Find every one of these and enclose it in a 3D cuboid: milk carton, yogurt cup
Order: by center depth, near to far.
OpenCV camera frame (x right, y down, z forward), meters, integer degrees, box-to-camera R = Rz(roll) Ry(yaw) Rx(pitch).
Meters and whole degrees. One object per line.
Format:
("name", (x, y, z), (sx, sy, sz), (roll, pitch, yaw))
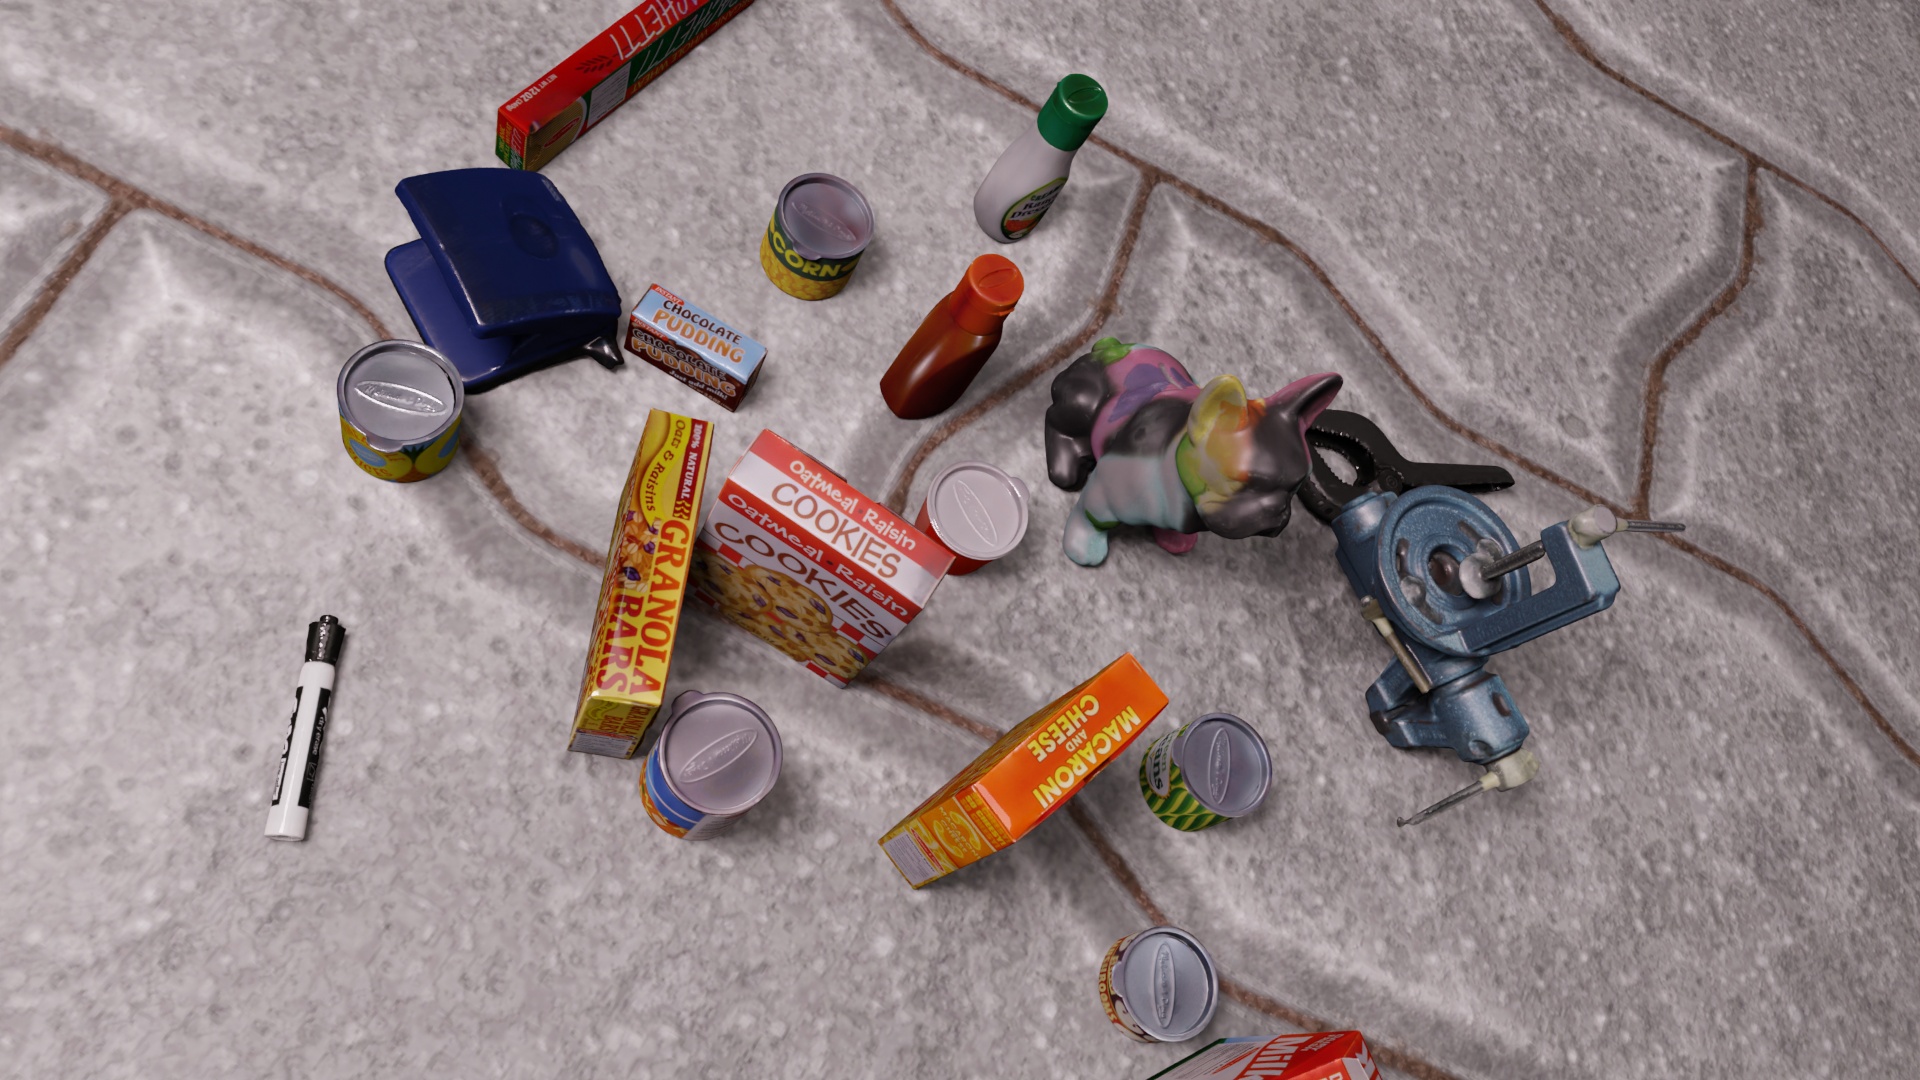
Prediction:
("milk carton", (0.175, 0.316, 0.752), (0.074, 0.189, 0.072), (-17, 76, -26))
("yogurt cup", (0.003, -0.011, 0.900), (0.072, 0.053, 0.072), (8, 66, -18))

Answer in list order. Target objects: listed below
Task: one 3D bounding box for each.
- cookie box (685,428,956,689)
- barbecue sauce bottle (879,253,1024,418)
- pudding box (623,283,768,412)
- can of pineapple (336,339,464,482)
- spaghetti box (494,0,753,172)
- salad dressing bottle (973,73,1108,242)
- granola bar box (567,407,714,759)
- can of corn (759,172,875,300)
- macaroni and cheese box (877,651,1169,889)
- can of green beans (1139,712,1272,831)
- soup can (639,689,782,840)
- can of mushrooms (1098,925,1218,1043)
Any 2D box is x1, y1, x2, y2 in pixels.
("cookie box", (-0.087, 0.016, 0.789), (0.123, 0.166, 0.040), (34, 61, -5))
("barbecue sauce bottle", (-0.002, -0.130, 0.893), (0.065, 0.148, 0.044), (-25, 80, -28))
("pudding box", (-0.168, -0.122, 0.882), (0.084, 0.049, 0.030), (31, 61, -7))
("can of pineapple", (-0.322, -0.072, 0.797), (0.071, 0.057, 0.071), (8, 66, -18))
("spaghetti box", (-0.220, -0.336, 0.951), (0.028, 0.050, 0.251), (40, 60, -2))
("salad dressing bottle", (0.056, -0.266, 0.973), (0.064, 0.147, 0.044), (-27, 80, -28))
("granola bar box", (-0.178, 0.027, 0.774), (0.039, 0.123, 0.166), (13, 65, -16))
("can of corn", (-0.099, -0.202, 0.937), (0.071, 0.058, 0.071), (8, 66, -18))
("macaroni and cheese box", (0.033, 0.134, 0.787), (0.124, 0.165, 0.040), (-36, 85, -29))
("can of green beans", (0.156, 0.149, 0.890), (0.071, 0.057, 0.071), (8, 66, -18))
("soup can", (-0.141, 0.124, 0.770), (0.071, 0.083, 0.071), (8, 66, -18))
("can of mushrooms", (0.117, 0.268, 0.840), (0.071, 0.033, 0.071), (8, 66, -18))
